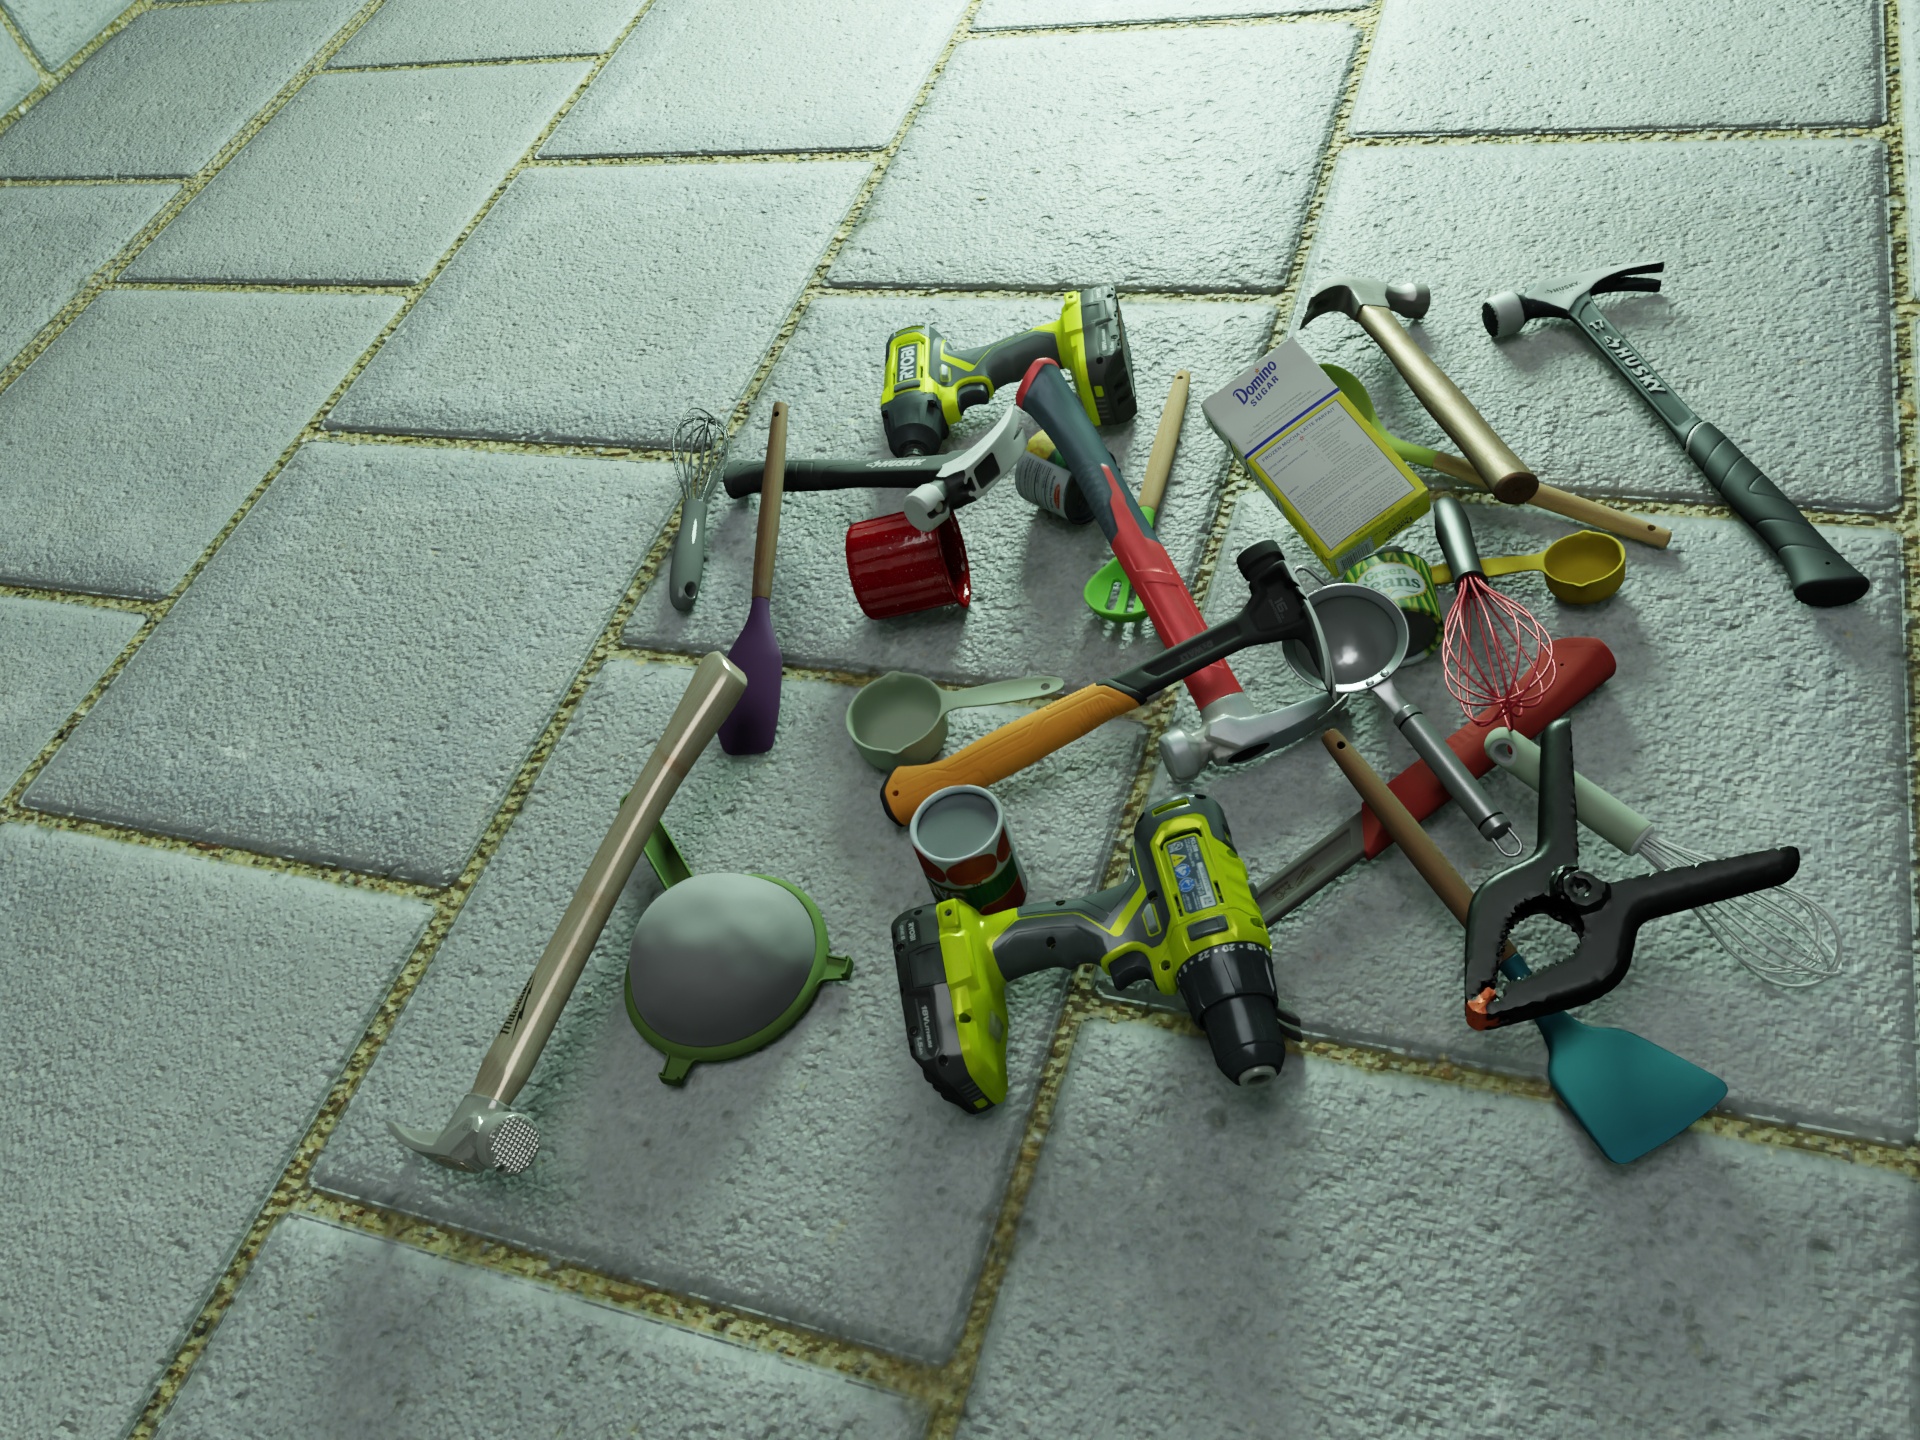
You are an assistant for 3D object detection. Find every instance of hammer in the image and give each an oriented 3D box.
[{"bbox_3d":[-0.261,0.121,1.125,0.146,0.038,0.411,-9,47,44],"label":"hammer"},{"bbox_3d":[0.095,-0.002,1.126,0.337,0.034,0.127,-27,59,13],"label":"hammer"},{"bbox_3d":[0.305,0.059,1.063,0.359,0.036,0.149,-34,50,-12],"label":"hammer"},{"bbox_3d":[0.566,-0.232,1.234,0.149,0.036,0.409,-18,49,-1],"label":"hammer"},{"bbox_3d":[0.150,-0.138,1.217,0.143,0.038,0.387,-22,62,-5],"label":"hammer"},{"bbox_3d":[-0.089,-0.210,1.338,0.335,0.035,0.146,8,41,46],"label":"hammer"},{"bbox_3d":[0.370,-0.273,1.272,0.130,0.031,0.332,1,40,-14],"label":"hammer"}]

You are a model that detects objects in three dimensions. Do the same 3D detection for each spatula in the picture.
[{"bbox_3d":[0.323,0.121,0.975,0.082,0.044,0.318,-30,64,-9],"label":"spatula"},{"bbox_3d":[-0.163,-0.121,1.304,0.060,0.018,0.316,-4,69,20],"label":"spatula"}]

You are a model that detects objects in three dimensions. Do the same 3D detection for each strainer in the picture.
[{"bbox_3d":[0.296,-0.005,1.070,0.087,0.050,0.259,-30,54,0],"label":"strainer"},{"bbox_3d":[-0.197,0.123,1.133,0.151,0.069,0.257,-31,51,-10],"label":"strainer"}]

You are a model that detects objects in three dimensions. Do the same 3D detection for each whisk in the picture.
[{"bbox_3d":[-0.240,-0.192,1.429,0.055,0.055,0.239,-8,53,10],"label":"whisk"},{"bbox_3d":[0.361,-0.086,1.113,0.073,0.073,0.296,-6,32,11],"label":"whisk"},{"bbox_3d":[0.430,0.079,0.987,0.059,0.057,0.247,-13,44,-47],"label":"whisk"}]

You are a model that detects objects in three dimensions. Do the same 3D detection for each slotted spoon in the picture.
[{"bbox_3d":[0.161,-0.190,1.322,0.070,0.031,0.314,3,50,19],"label":"slotted spoon"}]

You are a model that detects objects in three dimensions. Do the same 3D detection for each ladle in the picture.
[{"bbox_3d":[0.398,-0.204,1.245,0.320,0.062,0.078,27,68,30],"label":"ladle"}]

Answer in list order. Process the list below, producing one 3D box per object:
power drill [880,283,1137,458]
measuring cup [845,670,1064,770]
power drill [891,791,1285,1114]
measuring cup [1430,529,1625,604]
[{"bbox_3d":[0.039,-0.302,1.421,0.223,0.080,0.171,-11,48,12],"label":"power drill"},{"bbox_3d":[-0.002,-0.004,1.206,0.167,0.038,0.083,-10,49,5],"label":"measuring cup"},{"bbox_3d":[0.083,0.162,0.994,0.228,0.080,0.191,-19,51,10],"label":"power drill"},{"bbox_3d":[0.412,-0.106,1.184,0.156,0.029,0.062,-4,44,28],"label":"measuring cup"}]
